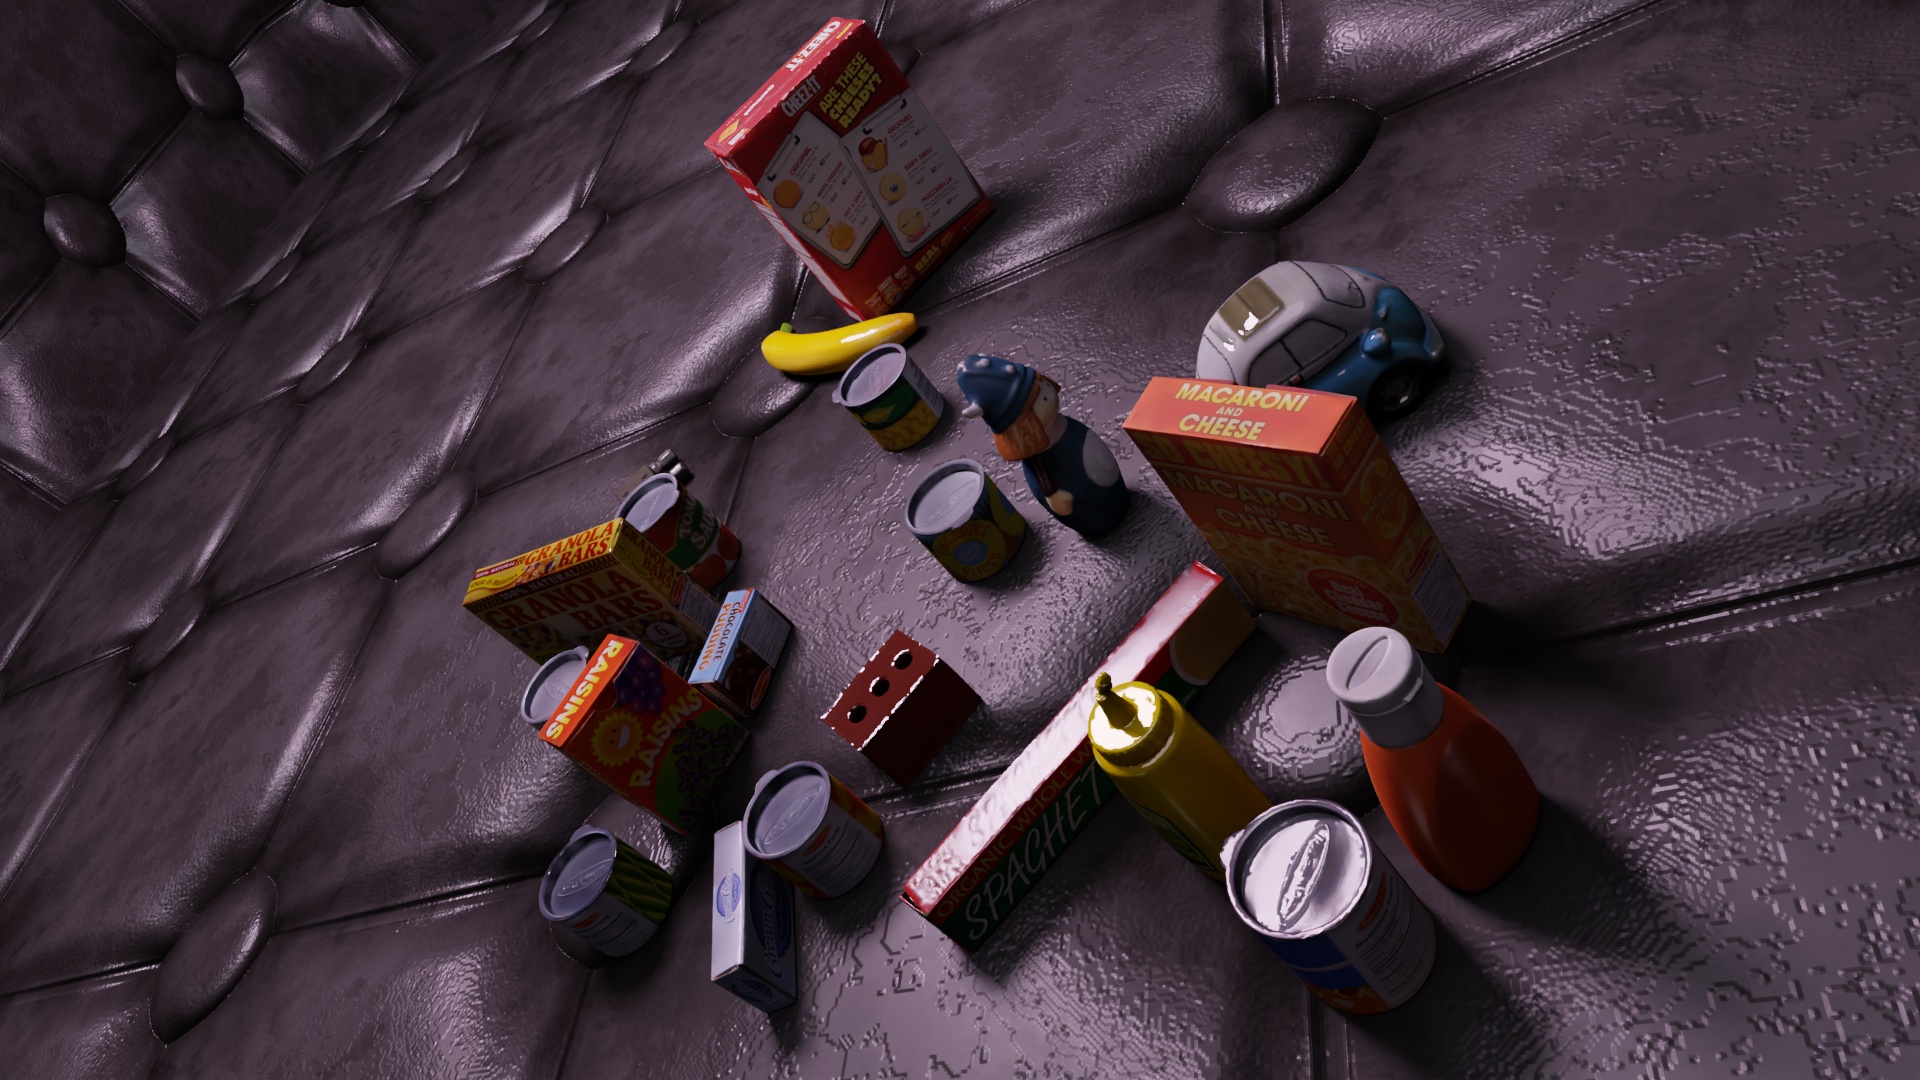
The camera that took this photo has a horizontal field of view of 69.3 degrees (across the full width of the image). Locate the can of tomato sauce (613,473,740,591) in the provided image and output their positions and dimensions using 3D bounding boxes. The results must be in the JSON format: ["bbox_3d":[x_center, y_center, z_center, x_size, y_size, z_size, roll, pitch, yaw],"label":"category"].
[{"bbox_3d":[-0.229,-0.004,1.133,0.071,0.083,0.071,-24,40,22],"label":"can of tomato sauce"}]

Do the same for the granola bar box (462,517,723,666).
[{"bbox_3d":[-0.288,0.052,1.095,0.165,0.124,0.039,-17,43,29],"label":"granola bar box"}]

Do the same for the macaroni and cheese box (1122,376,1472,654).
[{"bbox_3d":[0.175,-0.014,0.717,0.124,0.166,0.040,14,63,48],"label":"macaroni and cheese box"}]

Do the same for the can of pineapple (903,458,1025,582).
[{"bbox_3d":[0.003,-0.012,0.957,0.071,0.057,0.071,-24,40,22],"label":"can of pineapple"}]

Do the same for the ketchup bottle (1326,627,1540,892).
[{"bbox_3d":[0.204,0.093,0.600,0.065,0.148,0.043,-51,38,-12],"label":"ketchup bottle"}]

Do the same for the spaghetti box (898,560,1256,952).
[{"bbox_3d":[0.068,0.120,0.774,0.250,0.050,0.029,-47,37,-8],"label":"spaghetti box"}]

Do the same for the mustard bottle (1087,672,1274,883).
[{"bbox_3d":[0.100,0.109,0.666,0.049,0.160,0.065,-50,38,-11],"label":"mustard bottle"}]

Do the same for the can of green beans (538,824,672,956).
[{"bbox_3d":[-0.234,0.233,0.921,0.071,0.057,0.071,-24,40,22],"label":"can of green beans"}]

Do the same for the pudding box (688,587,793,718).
[{"bbox_3d":[-0.159,0.082,1.013,0.030,0.049,0.084,-10,47,35],"label":"pudding box"}]

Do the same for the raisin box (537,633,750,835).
[{"bbox_3d":[-0.213,0.133,0.948,0.040,0.123,0.086,9,60,46],"label":"raisin box"}]

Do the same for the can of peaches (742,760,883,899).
[{"bbox_3d":[-0.091,0.177,0.851,0.071,0.058,0.071,-24,40,22],"label":"can of peaches"}]

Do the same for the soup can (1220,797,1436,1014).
[{"bbox_3d":[0.164,0.163,0.619,0.071,0.083,0.072,-24,40,22],"label":"soup can"}]

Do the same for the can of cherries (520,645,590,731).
[{"bbox_3d":[-0.295,0.126,1.082,0.071,0.058,0.072,-24,40,22],"label":"can of cherries"}]

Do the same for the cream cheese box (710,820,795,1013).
[{"bbox_3d":[-0.124,0.225,0.835,0.024,0.053,0.104,-29,39,16],"label":"cream cheese box"}]

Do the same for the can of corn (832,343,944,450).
[{"bbox_3d":[-0.057,-0.113,1.110,0.071,0.058,0.071,-24,40,22],"label":"can of corn"}]
